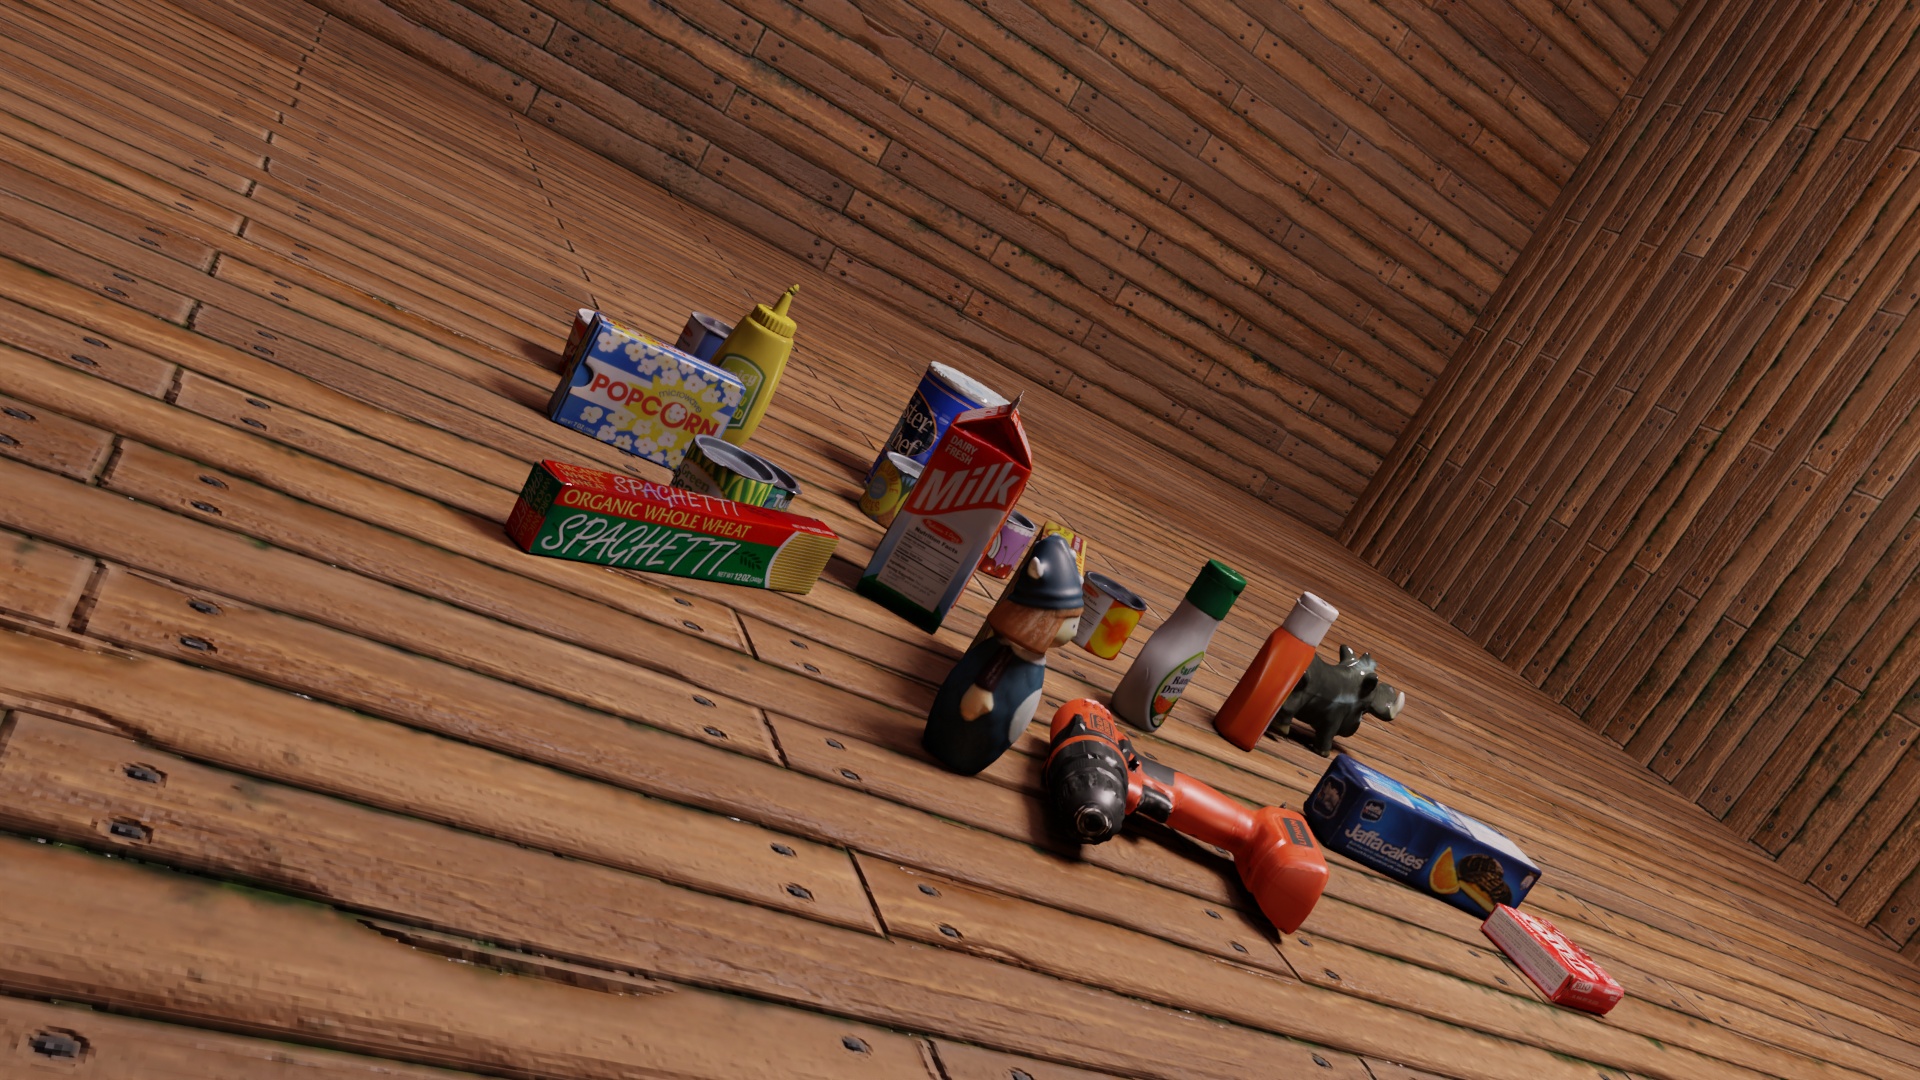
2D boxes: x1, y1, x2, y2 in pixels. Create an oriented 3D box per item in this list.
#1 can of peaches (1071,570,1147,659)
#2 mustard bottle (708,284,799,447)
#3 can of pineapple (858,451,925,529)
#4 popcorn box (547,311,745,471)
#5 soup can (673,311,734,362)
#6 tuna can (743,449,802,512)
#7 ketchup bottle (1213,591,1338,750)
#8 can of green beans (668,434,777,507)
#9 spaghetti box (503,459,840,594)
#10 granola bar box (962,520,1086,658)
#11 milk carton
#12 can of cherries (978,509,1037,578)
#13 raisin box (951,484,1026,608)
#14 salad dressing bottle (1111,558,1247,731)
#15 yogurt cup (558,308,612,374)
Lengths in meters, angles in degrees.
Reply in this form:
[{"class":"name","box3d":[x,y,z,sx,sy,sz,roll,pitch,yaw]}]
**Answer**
[{"class":"can of peaches","box3d":[0.133,0.071,1.296,0.071,0.058,0.071,29,12,-7]},{"class":"mustard bottle","box3d":[-0.183,-0.154,1.203,0.065,0.160,0.049,29,12,-7]},{"class":"can of pineapple","box3d":[-0.056,-0.043,1.304,0.071,0.057,0.071,29,12,-7]},{"class":"popcorn box","box3d":[-0.242,-0.111,1.075,0.126,0.085,0.038,23,14,-31]},{"class":"soup can","box3d":[-0.234,-0.156,1.276,0.071,0.083,0.071,29,12,-7]},{"class":"tuna can","box3d":[-0.163,-0.043,1.114,0.071,0.032,0.071,29,12,-7]},{"class":"ketchup bottle","box3d":[0.286,0.117,1.260,0.043,0.148,0.065,31,12,1]},{"class":"can of green beans","box3d":[-0.174,-0.035,0.998,0.071,0.057,0.071,29,12,-7]},{"class":"spaghetti box","box3d":[-0.175,-0.004,0.893,0.029,0.050,0.250,39,15,33]},{"class":"granola bar box","box3d":[0.041,0.059,0.975,0.039,0.124,0.166,31,12,0]},{"class":"milk carton","box3d":[-0.001,-0.031,1.077,0.073,0.190,0.072,30,12,-3]},{"class":"can of cherries","box3d":[0.030,-0.004,1.350,0.071,0.058,0.071,29,12,-7]},{"class":"raisin box","box3d":[0.004,-0.015,1.180,0.040,0.123,0.086,28,12,-15]},{"class":"salad dressing bottle","box3d":[0.180,0.085,1.139,0.044,0.147,0.064,38,14,32]},{"class":"yogurt cup","box3d":[-0.306,-0.158,1.183,0.072,0.054,0.072,29,12,-7]}]
